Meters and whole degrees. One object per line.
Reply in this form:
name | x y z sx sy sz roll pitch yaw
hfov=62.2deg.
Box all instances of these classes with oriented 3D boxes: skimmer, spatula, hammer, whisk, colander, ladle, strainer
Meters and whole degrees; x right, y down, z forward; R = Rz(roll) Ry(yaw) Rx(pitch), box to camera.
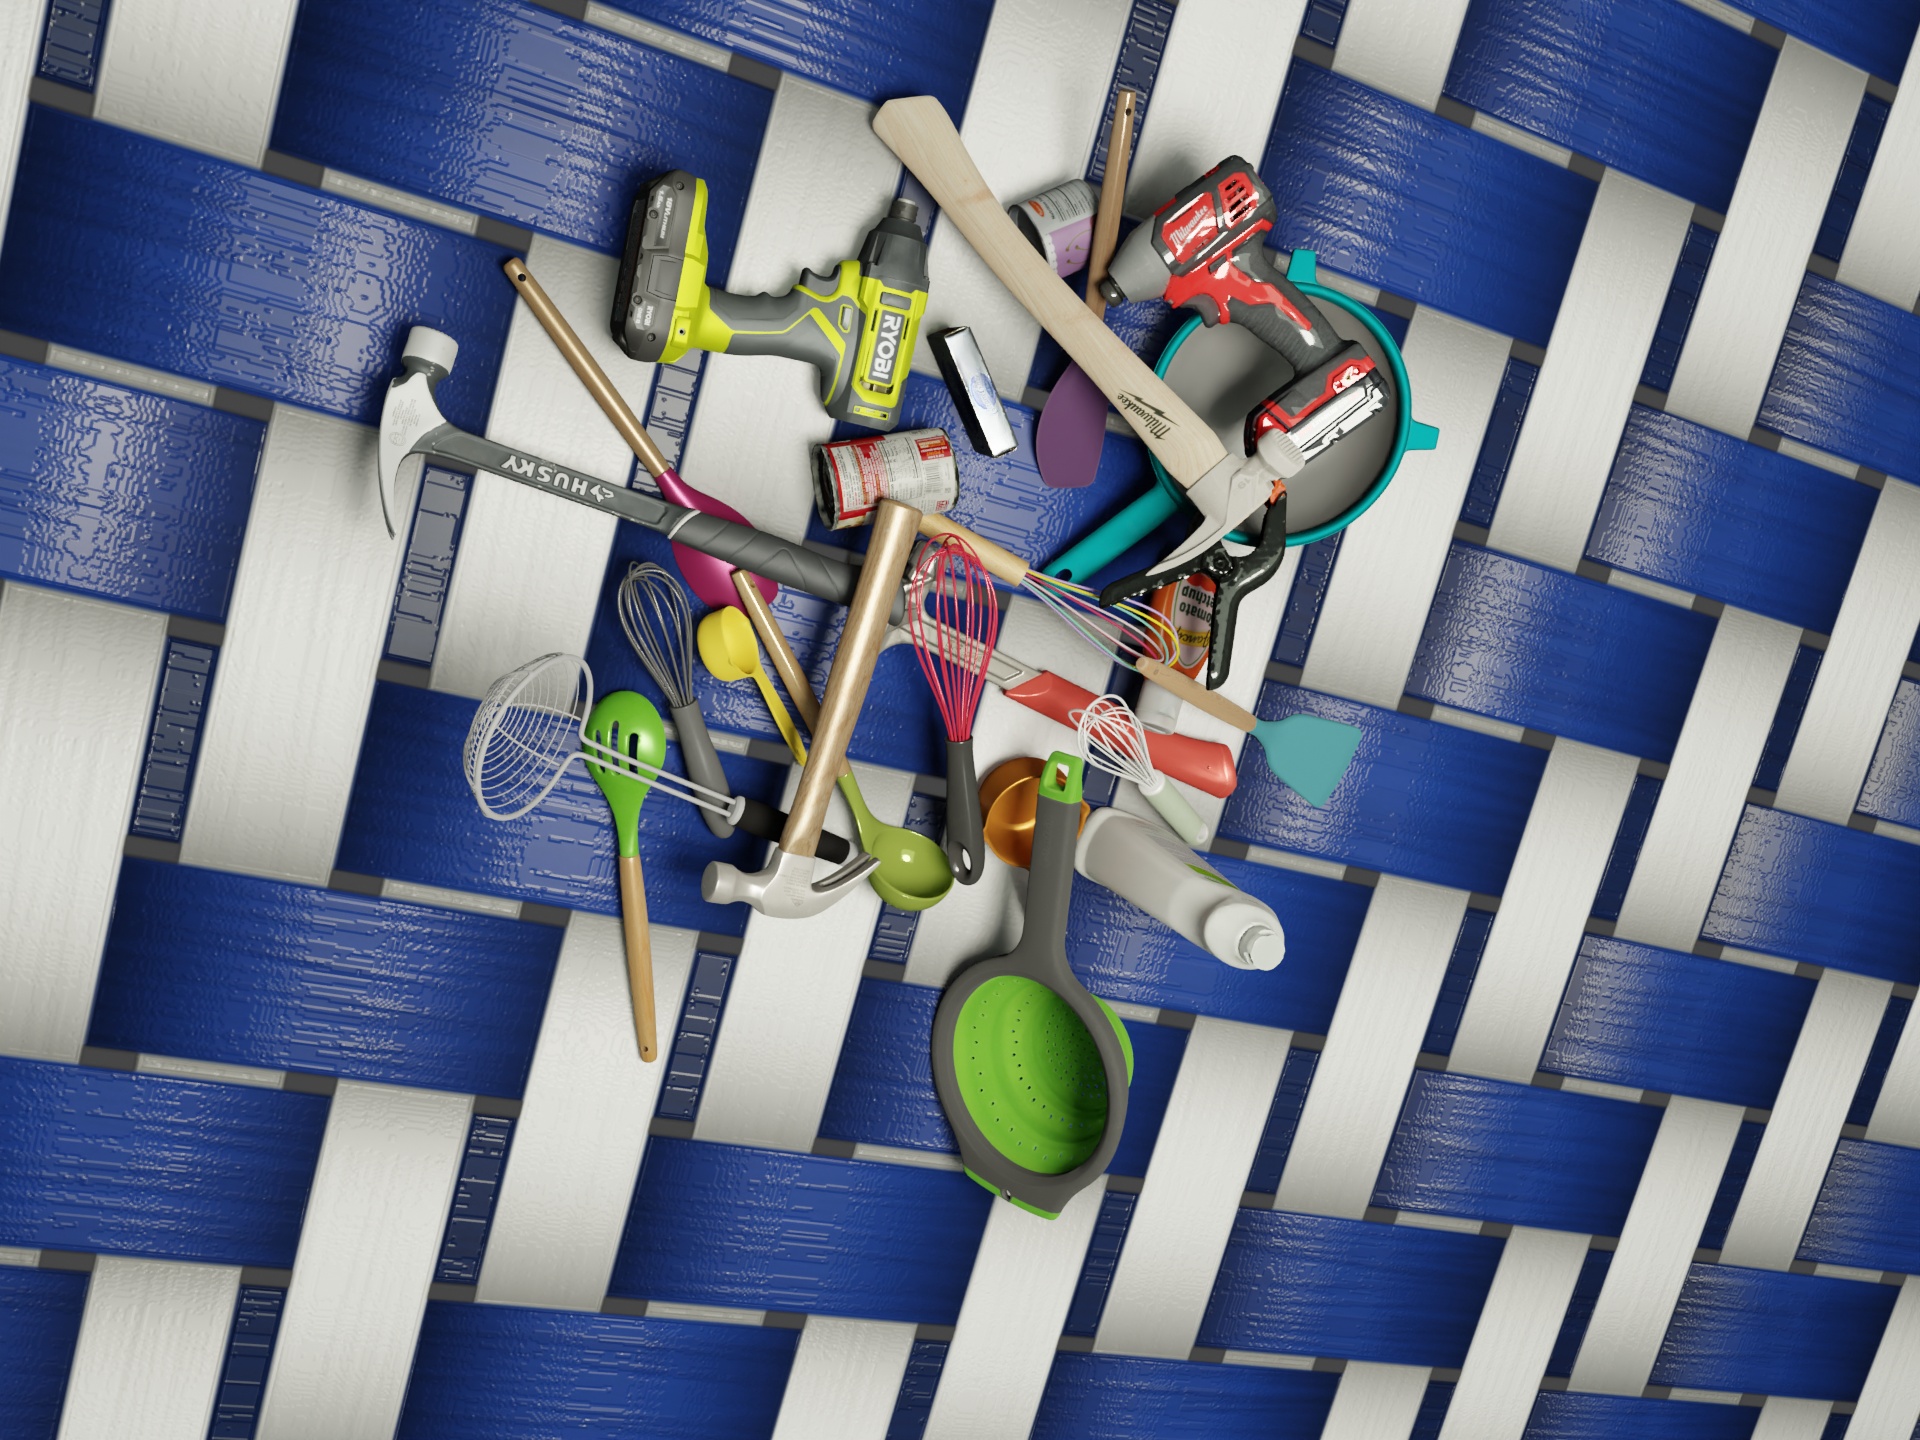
skimmer | -0.206 0.057 1.193 0.363 0.090 0.127 26 88 -37
spatula | 0.103 -0.325 1.238 0.059 0.018 0.315 -4 124 -18
hammer | 0.081 -0.009 1.346 0.358 0.037 0.149 26 94 -21
hammer | -0.091 -0.006 1.218 0.130 0.031 0.331 15 95 -31
whisk | 0.156 0.048 1.334 0.246 0.059 0.058 44 68 -49
hammer | 0.072 -0.300 1.202 0.410 0.038 0.146 49 121 2
hammer | -0.226 -0.148 1.182 0.408 0.036 0.149 19 80 -21
colander | 0.088 0.214 1.341 0.094 0.205 0.397 -10 111 -48
ladle | -0.096 0.017 1.278 0.062 0.078 0.320 -15 111 29
strainer | 0.205 -0.216 1.319 0.340 0.095 0.211 -36 101 13
whisk | -0.218 -0.013 1.246 0.055 0.055 0.238 -19 112 -13
whisk | -0.002 -0.004 1.269 0.073 0.073 0.295 -9 109 -16
spatula | 0.244 -0.001 1.358 0.317 0.044 0.082 23 98 -49
whisk | 0.068 -0.104 1.292 0.245 0.047 0.051 29 70 -5

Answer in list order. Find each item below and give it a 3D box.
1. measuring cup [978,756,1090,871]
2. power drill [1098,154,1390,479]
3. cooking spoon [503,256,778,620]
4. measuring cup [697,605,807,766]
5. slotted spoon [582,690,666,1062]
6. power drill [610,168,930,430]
measuring cup | 0.062 0.110 1.363 0.095 0.052 0.173 -14 120 -10
power drill | 0.213 -0.298 1.209 0.143 0.078 0.219 -35 98 12
cooking spoon | -0.242 -0.209 1.204 0.069 0.017 0.318 -37 112 -7
measuring cup | -0.165 -0.020 1.263 0.029 0.062 0.156 -14 124 17
slotted spoon | -0.260 0.131 1.269 0.070 0.031 0.313 3 107 14
power drill | -0.135 -0.323 1.185 0.223 0.080 0.171 9 100 -23
